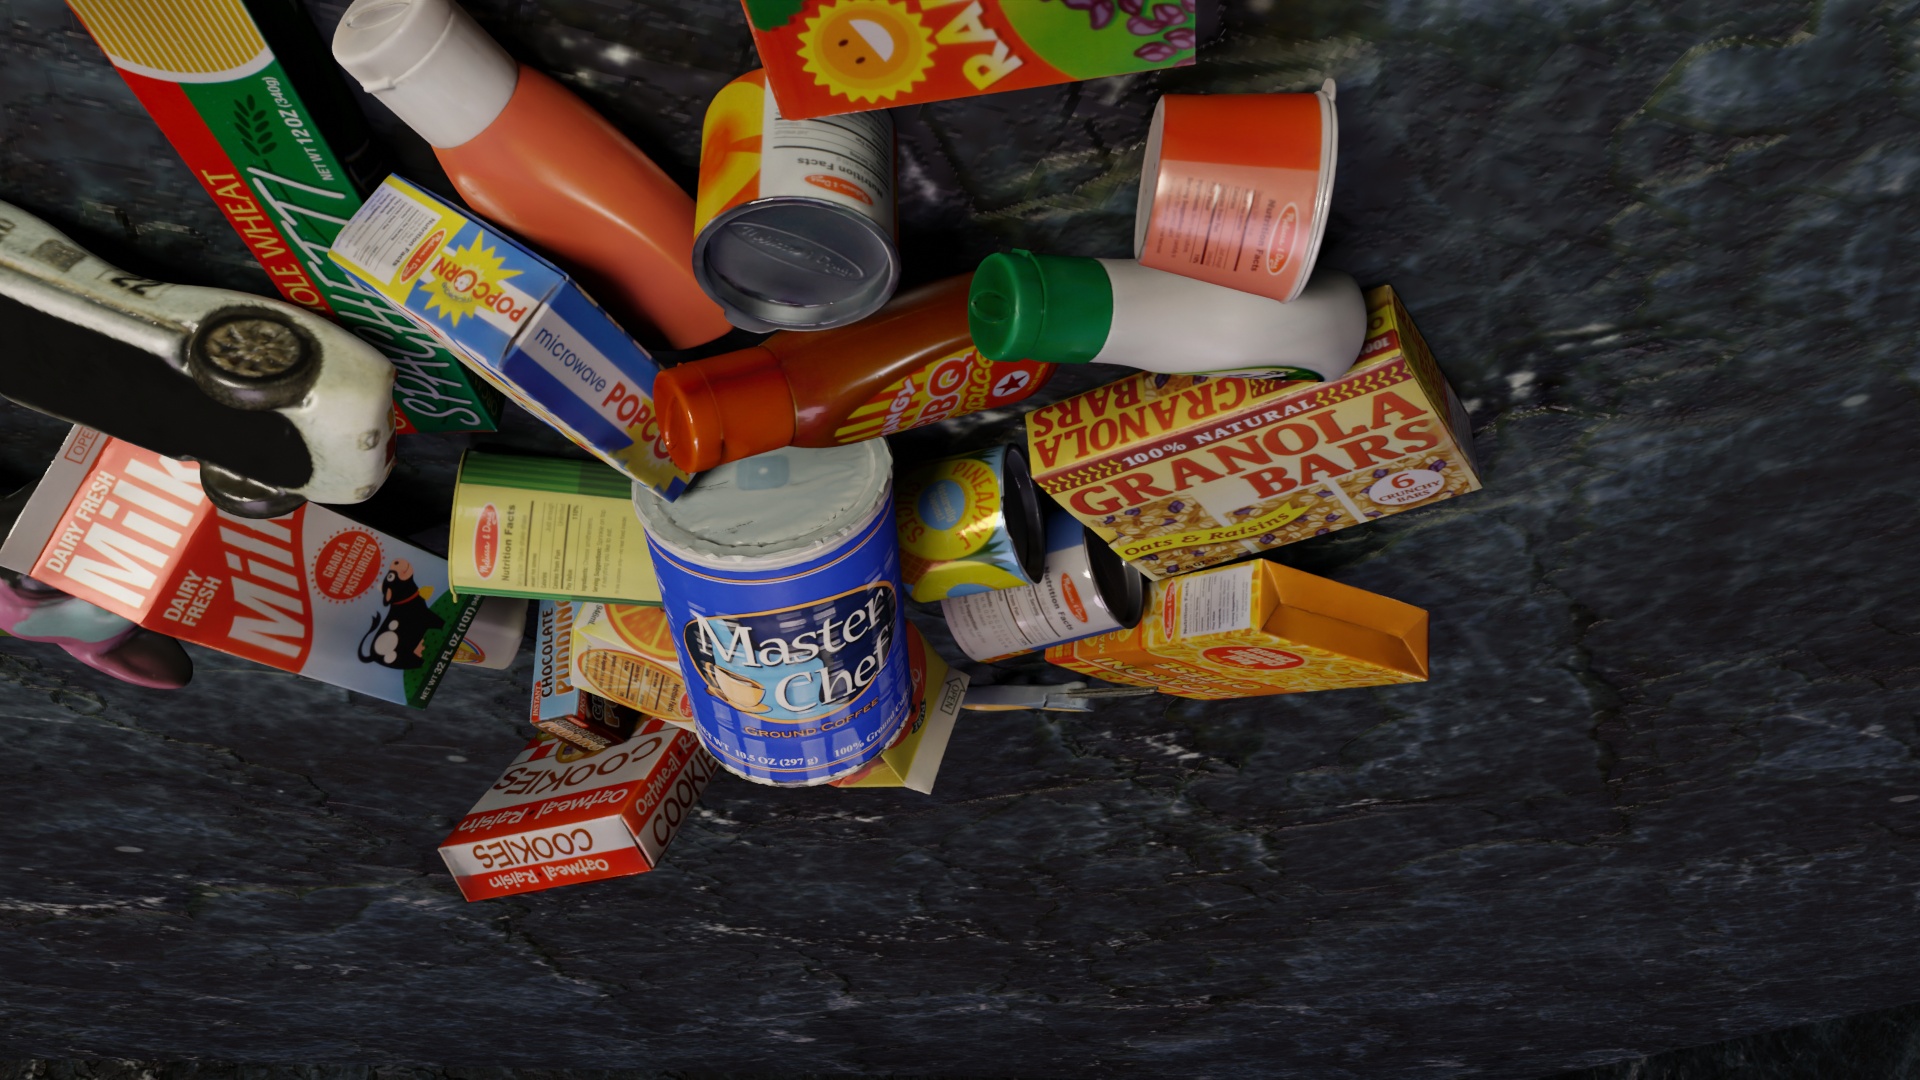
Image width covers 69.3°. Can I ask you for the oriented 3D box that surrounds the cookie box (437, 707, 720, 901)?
[{"bbox_3d":[-0.192,0.125,0.777,0.123,0.168,0.040,-15,113,23],"label":"cookie box"}]

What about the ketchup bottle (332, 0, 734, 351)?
[{"bbox_3d":[-0.132,-0.117,0.450,0.064,0.044,0.148,2,156,30],"label":"ketchup bottle"}]

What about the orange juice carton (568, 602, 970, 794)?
[{"bbox_3d":[-0.093,0.064,0.705,0.193,0.072,0.072,22,148,-5],"label":"orange juice carton"}]

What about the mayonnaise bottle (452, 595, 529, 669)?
[{"bbox_3d":[-0.307,0.036,0.728,0.148,0.041,0.064,10,152,-23],"label":"mayonnaise bottle"}]

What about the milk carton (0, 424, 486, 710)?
[{"bbox_3d":[-0.306,0.009,0.602,0.073,0.072,0.190,21,171,31],"label":"milk carton"}]

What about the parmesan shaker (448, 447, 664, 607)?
[{"bbox_3d":[-0.176,-0.002,0.637,0.103,0.071,0.071,5,151,-14],"label":"parmesan shaker"}]

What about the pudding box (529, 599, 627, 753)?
[{"bbox_3d":[-0.203,0.066,0.747,0.030,0.084,0.049,-14,149,16],"label":"pudding box"}]

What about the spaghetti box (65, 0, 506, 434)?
[{"bbox_3d":[-0.217,-0.113,0.472,0.050,0.029,0.249,-2,151,1],"label":"spaghetti box"}]

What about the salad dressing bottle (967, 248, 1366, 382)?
[{"bbox_3d":[0.075,-0.080,0.496,0.148,0.044,0.064,-2,-165,-27],"label":"salad dressing bottle"}]

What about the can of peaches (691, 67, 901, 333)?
[{"bbox_3d":[-0.054,-0.110,0.455,0.071,0.058,0.071,-2,152,-1],"label":"can of peaches"}]

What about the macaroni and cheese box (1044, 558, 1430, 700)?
[{"bbox_3d":[0.144,0.053,0.746,0.124,0.040,0.166,16,162,-31],"label":"macaroni and cheese box"}]

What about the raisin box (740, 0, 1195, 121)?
[{"bbox_3d":[0.000,-0.165,0.377,0.123,0.040,0.085,-7,152,6],"label":"raisin box"}]

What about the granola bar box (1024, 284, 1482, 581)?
[{"bbox_3d":[0.131,-0.039,0.617,0.165,0.039,0.124,-18,148,27],"label":"granola bar box"}]

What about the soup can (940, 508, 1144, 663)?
[{"bbox_3d":[0.042,0.020,0.698,0.083,0.071,0.071,-16,148,27],"label":"soup can"}]

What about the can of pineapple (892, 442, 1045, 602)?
[{"bbox_3d":[0.002,-0.008,0.639,0.058,0.071,0.070,-10,150,16],"label":"can of pineapple"}]

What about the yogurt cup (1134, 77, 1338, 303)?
[{"bbox_3d":[0.087,-0.114,0.452,0.054,0.073,0.072,7,151,0],"label":"yogurt cup"}]

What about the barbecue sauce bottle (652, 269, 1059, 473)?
[{"bbox_3d":[-0.035,-0.061,0.501,0.149,0.044,0.064,-18,158,-27],"label":"barbecue sauce bottle"}]

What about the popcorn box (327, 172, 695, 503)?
[{"bbox_3d":[-0.146,-0.067,0.488,0.085,0.038,0.126,30,172,22],"label":"popcorn box"}]
